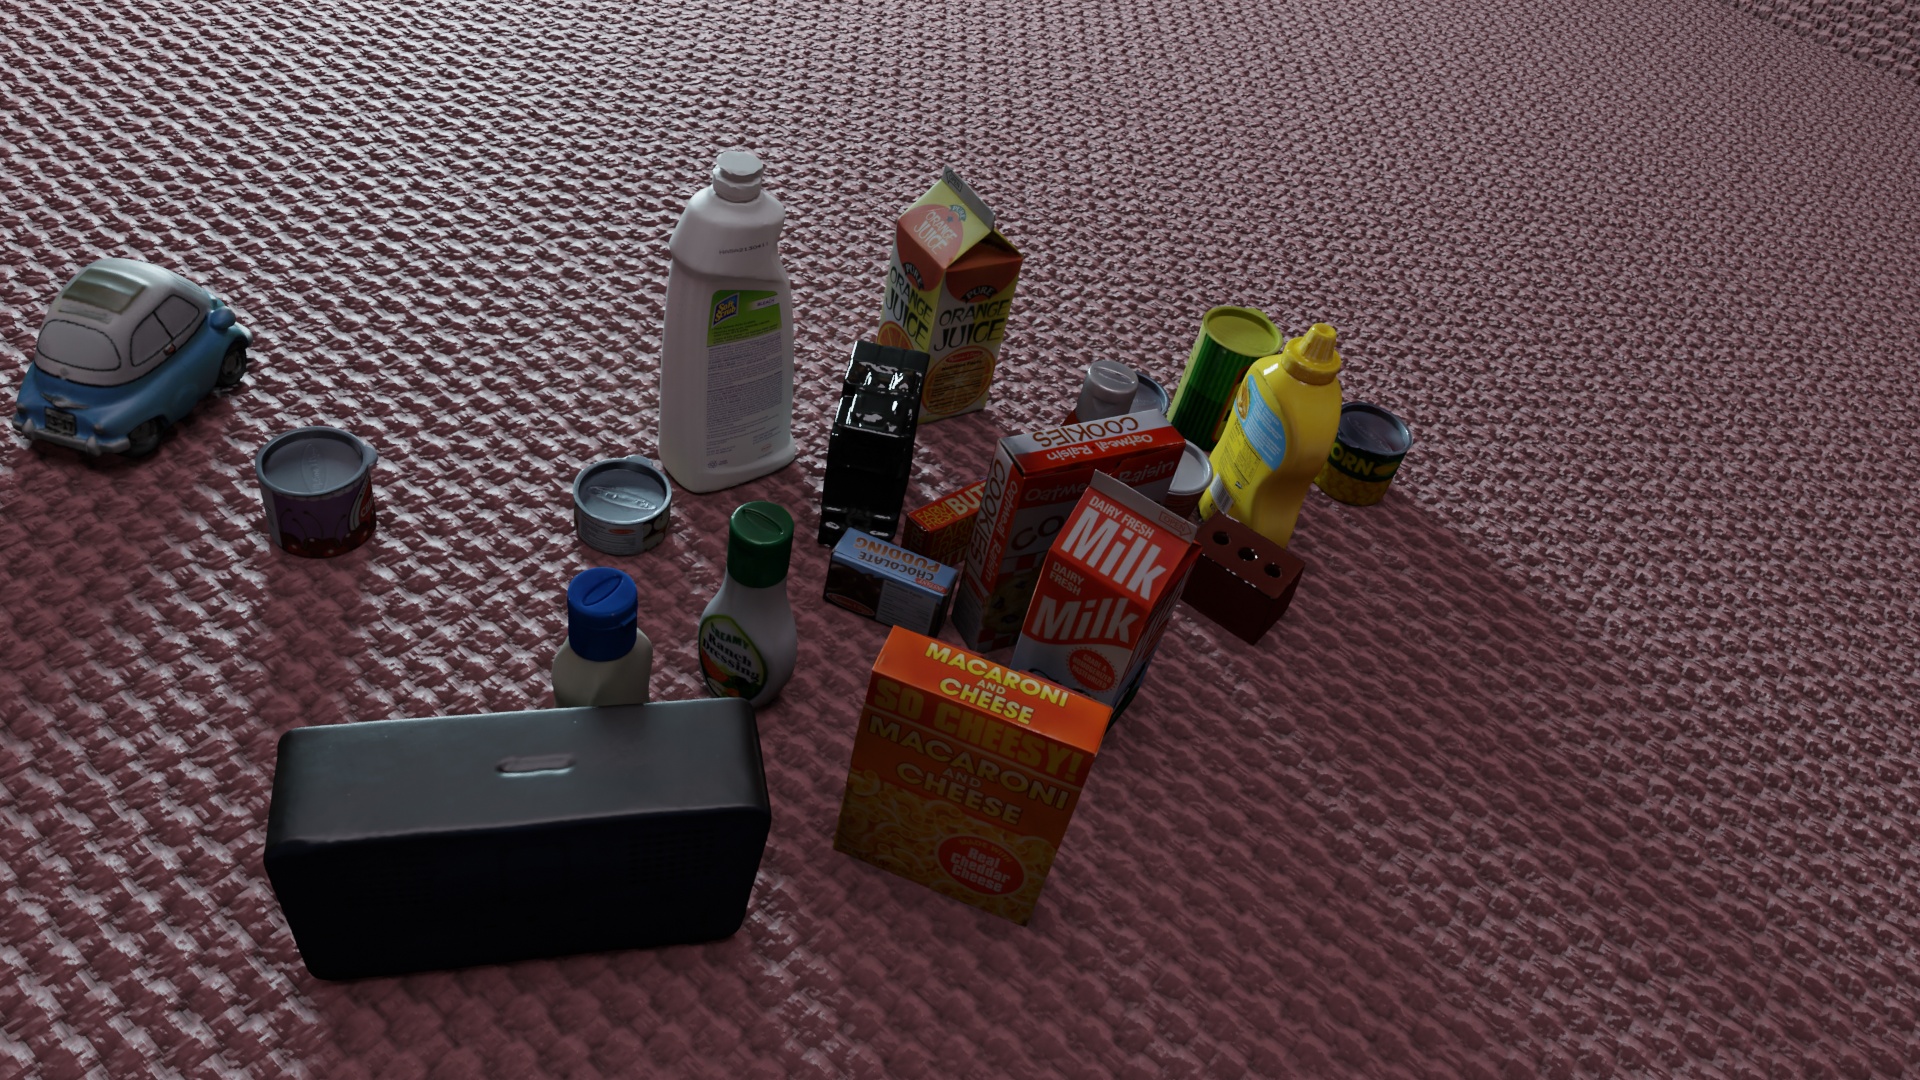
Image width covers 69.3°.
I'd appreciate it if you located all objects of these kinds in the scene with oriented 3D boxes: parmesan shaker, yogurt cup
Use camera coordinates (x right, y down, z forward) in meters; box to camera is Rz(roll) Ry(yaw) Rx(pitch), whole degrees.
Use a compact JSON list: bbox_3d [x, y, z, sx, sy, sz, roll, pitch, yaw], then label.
[{"bbox_3d":[0.217,-0.132,1.140,0.071,0.102,0.072,8,43,-7],"label":"parmesan shaker"},{"bbox_3d":[0.154,-0.041,1.064,0.072,0.053,0.073,8,43,-7],"label":"yogurt cup"}]

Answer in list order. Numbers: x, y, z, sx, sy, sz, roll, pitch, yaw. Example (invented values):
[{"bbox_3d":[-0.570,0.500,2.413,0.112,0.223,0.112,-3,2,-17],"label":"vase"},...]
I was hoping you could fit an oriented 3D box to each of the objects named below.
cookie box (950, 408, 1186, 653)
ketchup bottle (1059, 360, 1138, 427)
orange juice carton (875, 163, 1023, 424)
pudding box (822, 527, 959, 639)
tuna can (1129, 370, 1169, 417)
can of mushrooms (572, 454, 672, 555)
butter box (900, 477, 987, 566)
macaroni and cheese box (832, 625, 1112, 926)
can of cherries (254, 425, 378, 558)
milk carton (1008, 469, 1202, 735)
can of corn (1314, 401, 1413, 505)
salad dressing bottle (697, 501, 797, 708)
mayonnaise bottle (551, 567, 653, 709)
[{"bbox_3d":[0.069,-0.004,0.921,0.123,0.166,0.040,-13,50,-26],"label":"cookie box"},{"bbox_3d":[0.091,-0.061,1.000,0.065,0.148,0.044,20,43,6],"label":"ketchup bottle"},{"bbox_3d":[-0.010,-0.188,1.072,0.073,0.191,0.072,-16,51,-29],"label":"orange juice carton"},{"bbox_3d":[-0.048,0.030,0.940,0.084,0.049,0.030,21,43,7],"label":"pudding box"},{"bbox_3d":[0.137,-0.107,1.144,0.071,0.032,0.071,8,43,-7],"label":"tuna can"},{"bbox_3d":[-0.232,-0.025,0.959,0.071,0.033,0.071,8,43,-7],"label":"can of mushrooms"},{"bbox_3d":[0.004,-0.012,0.995,0.104,0.052,0.024,-26,56,-35],"label":"butter box"},{"bbox_3d":[0.002,0.132,0.762,0.124,0.165,0.040,20,43,6],"label":"macaroni and cheese box"},{"bbox_3d":[-0.413,-0.031,0.899,0.071,0.058,0.072,8,43,-7],"label":"can of cherries"},{"bbox_3d":[0.089,0.042,0.862,0.072,0.189,0.074,31,45,17],"label":"milk carton"},{"bbox_3d":[0.325,-0.070,1.137,0.071,0.058,0.071,8,43,-7],"label":"can of corn"},{"bbox_3d":[-0.126,0.040,0.837,0.064,0.146,0.044,31,45,17],"label":"salad dressing bottle"},{"bbox_3d":[-0.201,0.077,0.778,0.041,0.147,0.065,30,45,16],"label":"mayonnaise bottle"}]
